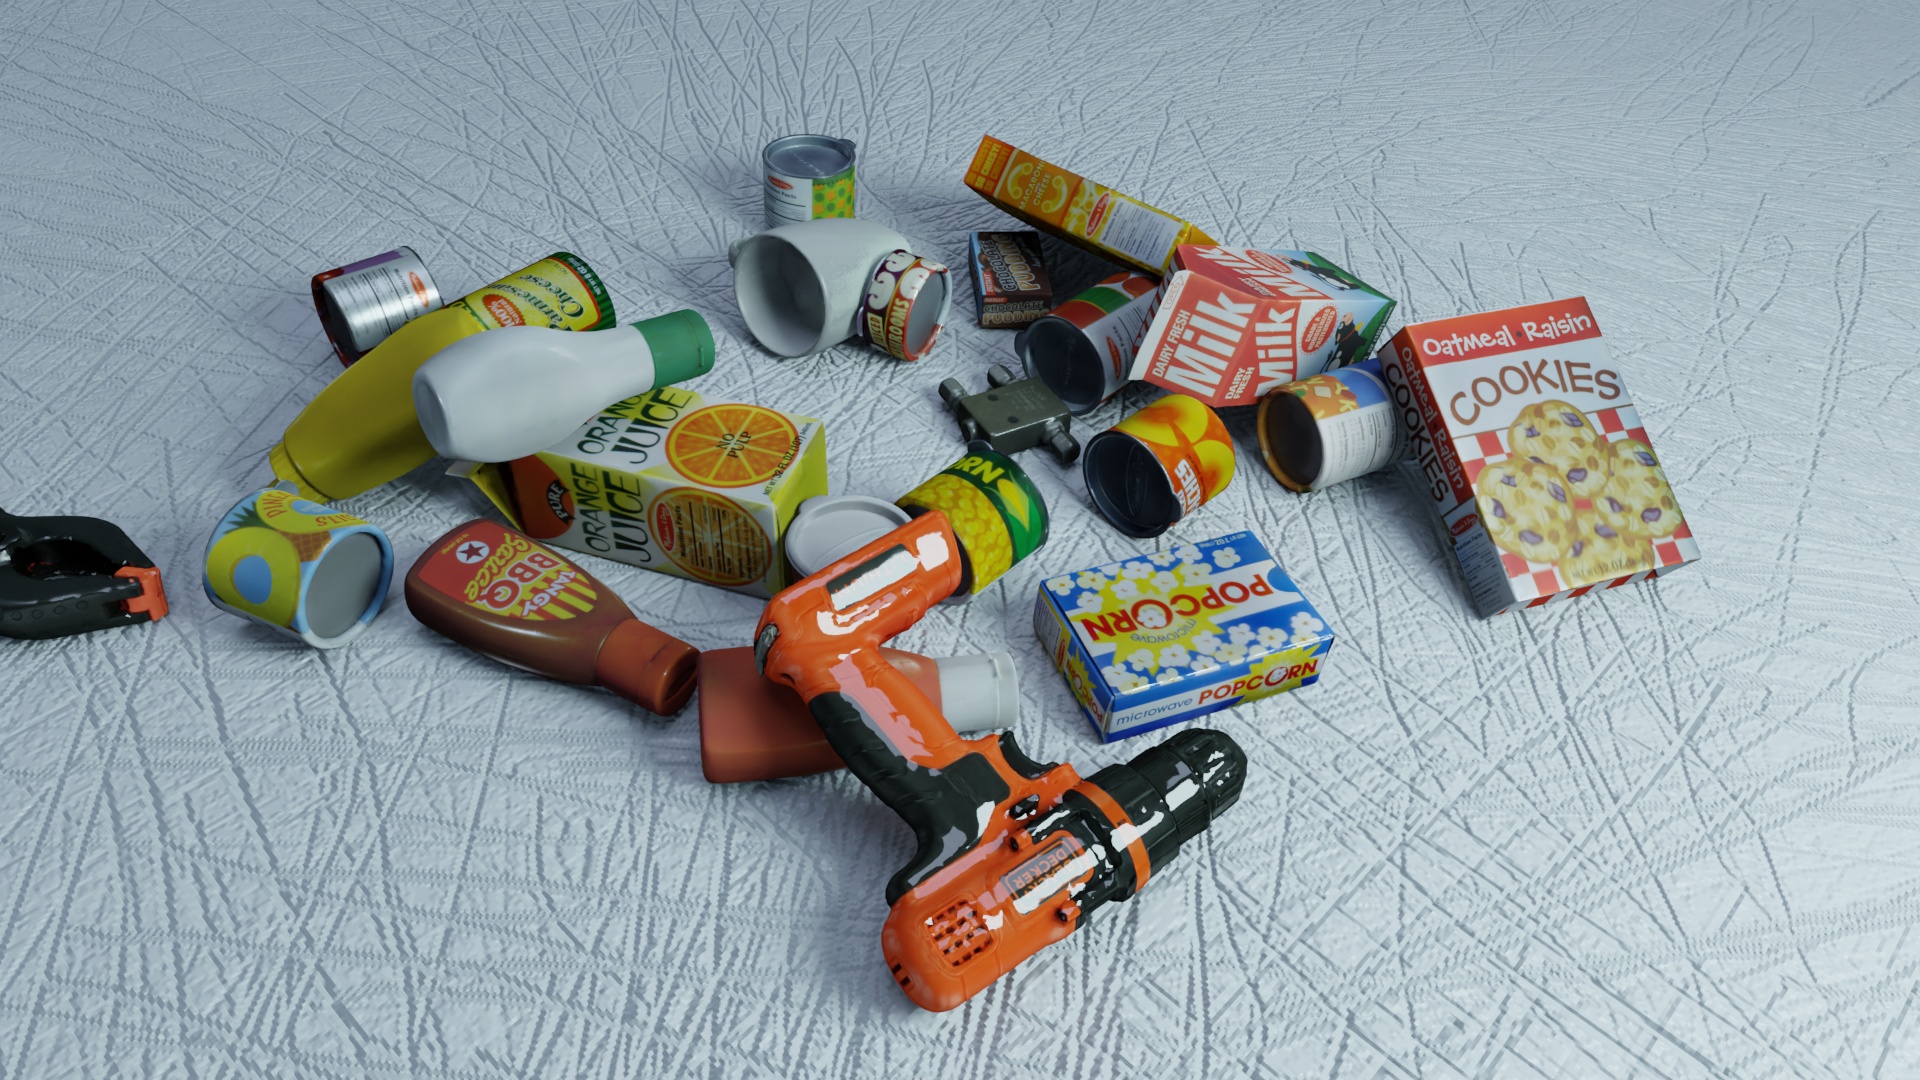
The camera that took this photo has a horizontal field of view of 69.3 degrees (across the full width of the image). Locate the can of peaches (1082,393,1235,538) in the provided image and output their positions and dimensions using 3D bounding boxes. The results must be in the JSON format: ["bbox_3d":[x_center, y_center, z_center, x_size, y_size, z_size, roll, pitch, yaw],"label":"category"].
[{"bbox_3d":[0.114,-0.041,0.783,0.058,0.070,0.071,-32,53,-34],"label":"can of peaches"}]

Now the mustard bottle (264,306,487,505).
[{"bbox_3d":[-0.321,-0.062,0.754,0.160,0.048,0.065,-33,63,2],"label":"mustard bottle"}]

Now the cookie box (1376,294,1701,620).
[{"bbox_3d":[0.321,-0.050,0.780,0.123,0.040,0.168,-11,72,-16],"label":"cookie box"}]

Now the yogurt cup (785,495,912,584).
[{"bbox_3d":[-0.055,0.018,0.710,0.072,0.053,0.073,3,42,-2],"label":"yogurt cup"}]

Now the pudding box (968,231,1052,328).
[{"bbox_3d":[0.033,-0.179,0.954,0.050,0.030,0.084,-1,42,-5],"label":"pudding box"}]

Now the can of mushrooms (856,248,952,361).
[{"bbox_3d":[-0.035,-0.148,0.887,0.033,0.070,0.071,23,45,17],"label":"can of mushrooms"}]

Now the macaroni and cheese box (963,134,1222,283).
[{"bbox_3d":[0.100,-0.213,0.945,0.167,0.040,0.124,31,11,27],"label":"macaroni and cheese box"}]

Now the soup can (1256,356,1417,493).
[{"bbox_3d":[0.227,-0.071,0.826,0.084,0.071,0.071,-17,46,-22],"label":"soup can"}]

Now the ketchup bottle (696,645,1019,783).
[{"bbox_3d":[-0.048,0.076,0.655,0.149,0.043,0.065,-4,48,-10],"label":"ketchup bottle"}]

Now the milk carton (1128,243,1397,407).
[{"bbox_3d":[0.174,-0.131,0.840,0.191,0.072,0.073,-10,41,-43],"label":"milk carton"}]

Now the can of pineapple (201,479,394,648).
[{"bbox_3d":[-0.323,0.012,0.682,0.058,0.070,0.071,18,44,13],"label":"can of pineapple"}]

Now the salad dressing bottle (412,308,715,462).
[{"bbox_3d":[-0.195,-0.083,0.699,0.148,0.064,0.044,-23,38,-36],"label":"salad dressing bottle"}]

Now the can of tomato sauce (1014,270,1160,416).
[{"bbox_3d":[0.087,-0.126,0.874,0.071,0.070,0.083,33,49,28],"label":"can of tomato sauce"}]

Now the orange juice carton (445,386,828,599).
[{"bbox_3d":[-0.173,-0.036,0.746,0.193,0.072,0.072,13,44,10],"label":"orange juice carton"}]

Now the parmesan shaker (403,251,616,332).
[{"bbox_3d":[-0.270,-0.128,0.840,0.071,0.071,0.103,29,48,25],"label":"parmesan shaker"}]

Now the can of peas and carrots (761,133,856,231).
[{"bbox_3d":[-0.107,-0.252,0.999,0.071,0.058,0.071,3,42,-3],"label":"can of peas and carrots"}]

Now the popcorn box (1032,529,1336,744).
[{"bbox_3d":[0.111,0.047,0.707,0.127,0.038,0.085,-13,44,-18],"label":"popcorn box"}]

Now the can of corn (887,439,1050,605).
[{"bbox_3d":[0.003,-0.009,0.734,0.071,0.070,0.058,34,50,28],"label":"can of corn"}]

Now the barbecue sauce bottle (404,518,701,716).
[{"bbox_3d":[-0.196,0.040,0.681,0.149,0.043,0.065,23,44,19],"label":"barbecue sauce bottle"}]

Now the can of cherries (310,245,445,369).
[{"bbox_3d":[-0.355,-0.139,0.850,0.058,0.071,0.071,-29,52,-31],"label":"can of cherries"}]
